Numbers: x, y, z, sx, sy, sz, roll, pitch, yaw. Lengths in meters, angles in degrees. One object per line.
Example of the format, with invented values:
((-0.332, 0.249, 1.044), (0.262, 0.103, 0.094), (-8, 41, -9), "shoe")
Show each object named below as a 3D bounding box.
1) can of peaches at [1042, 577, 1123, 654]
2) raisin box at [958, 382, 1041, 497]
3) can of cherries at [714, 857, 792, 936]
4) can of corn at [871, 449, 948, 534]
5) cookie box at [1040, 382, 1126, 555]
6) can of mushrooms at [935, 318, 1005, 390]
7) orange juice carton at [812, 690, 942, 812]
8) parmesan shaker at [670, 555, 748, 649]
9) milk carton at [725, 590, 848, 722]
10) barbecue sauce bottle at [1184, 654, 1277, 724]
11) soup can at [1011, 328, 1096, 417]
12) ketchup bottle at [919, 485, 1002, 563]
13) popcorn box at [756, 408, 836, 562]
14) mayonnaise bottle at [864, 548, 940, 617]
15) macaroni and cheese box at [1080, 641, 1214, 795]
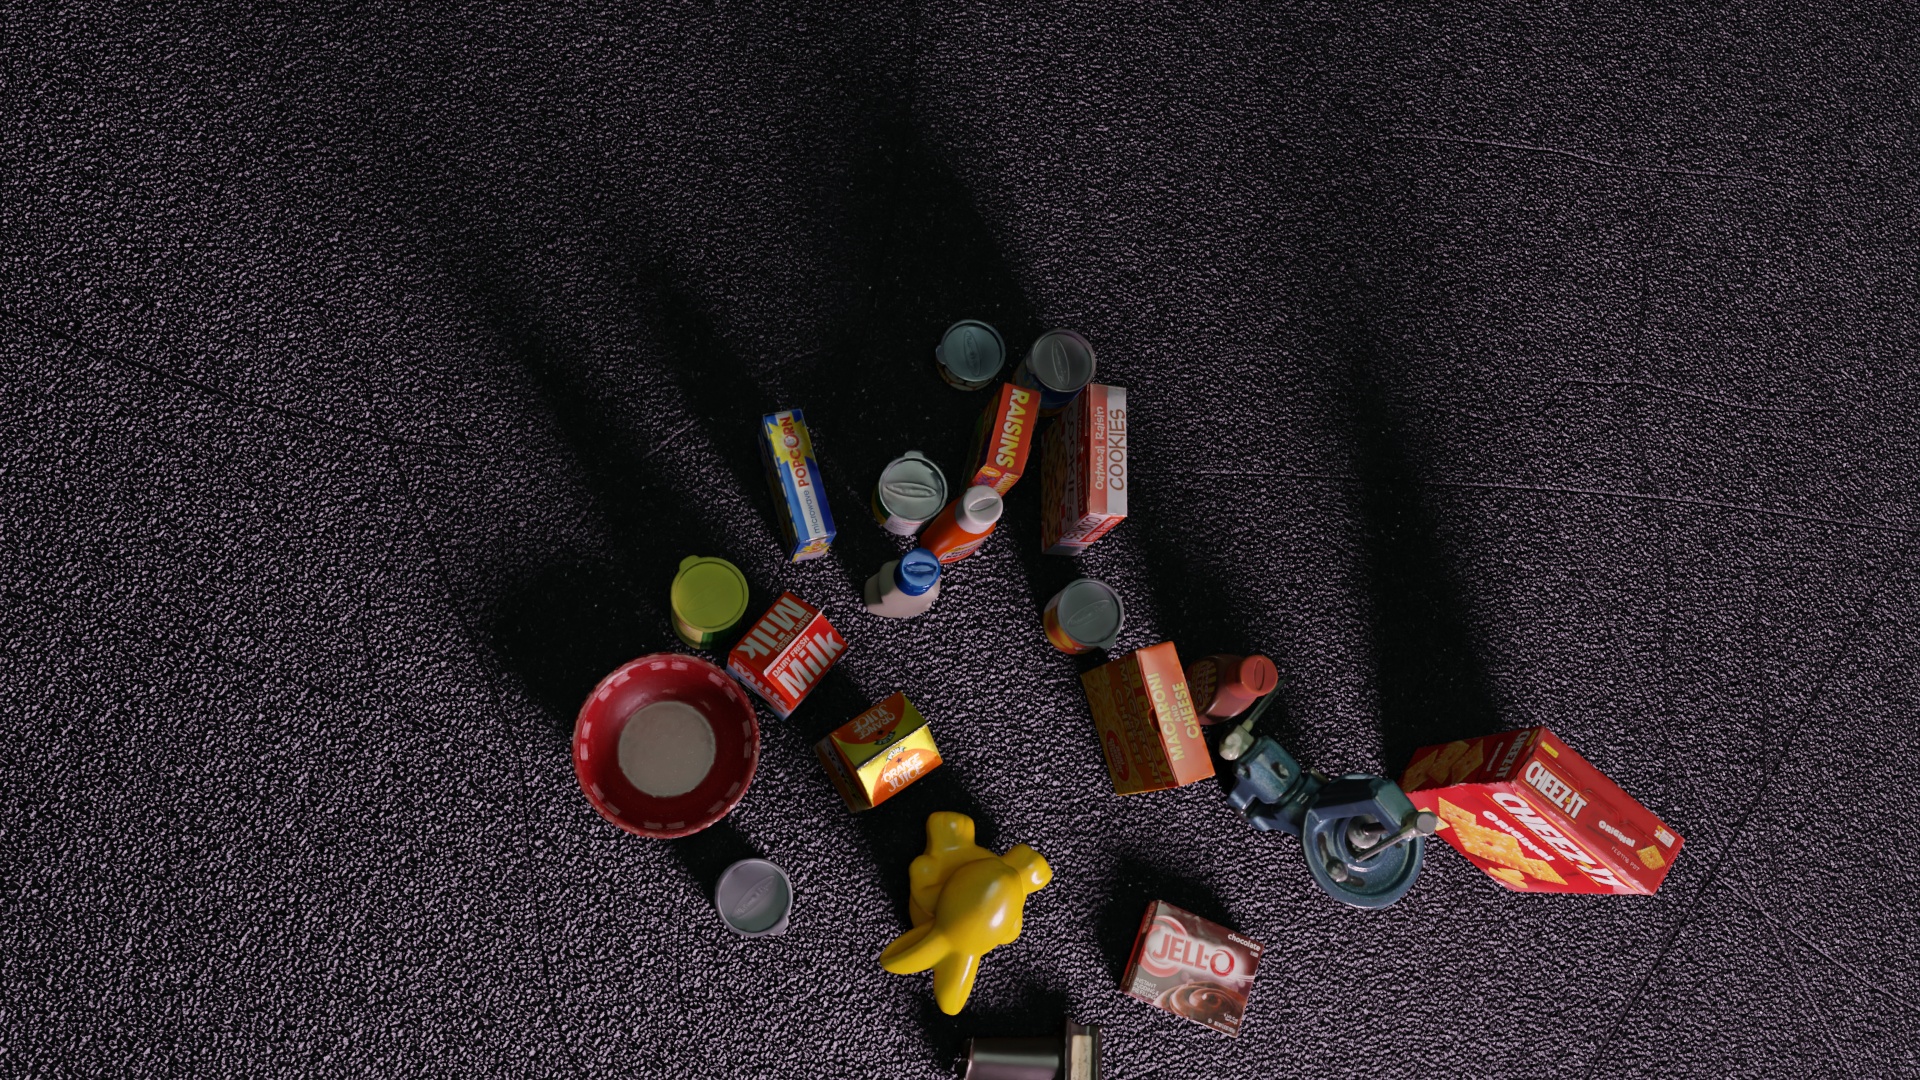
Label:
((0.119, 0.076, 1.340), (0.071, 0.058, 0.071), (3, 76, -11), "can of peaches")
((0.037, -0.090, 1.329), (0.040, 0.123, 0.086), (16, 74, -8), "raisin box")
((-0.181, 0.315, 1.218), (0.071, 0.058, 0.071), (3, 76, -11), "can of cherries")
((-0.050, -0.045, 1.334), (0.071, 0.058, 0.071), (3, 76, -11), "can of corn")
((0.114, -0.063, 1.316), (0.040, 0.167, 0.123), (3, 76, -11), "cookie box")
((0.007, -0.185, 1.393), (0.071, 0.033, 0.071), (3, 76, -11), "can of mushrooms")
((-0.072, 0.184, 1.203), (0.072, 0.192, 0.073), (-30, 85, -17), "orange juice carton")
((-0.228, 0.055, 1.248), (0.071, 0.103, 0.071), (3, 76, -11), "parmesan shaker")
((-0.152, 0.101, 1.207), (0.073, 0.190, 0.072), (41, 73, 0), "milk carton")
((0.252, 0.136, 1.306), (0.044, 0.148, 0.065), (10, 75, -9), "barbecue sauce bottle")
((0.089, -0.165, 1.379), (0.071, 0.083, 0.071), (3, 76, -11), "soup can")
((0.005, -0.016, 1.291), (0.065, 0.148, 0.043), (-22, 82, -16), "ketchup bottle")
((-0.155, -0.050, 1.299), (0.038, 0.085, 0.127), (-14, 80, -15), "popcorn box")
((-0.049, 0.039, 1.267), (0.065, 0.147, 0.041), (1, 77, -12), "mayonnaise bottle")
((0.167, 0.167, 1.271), (0.040, 0.166, 0.124), (-14, 80, -14), "macaroni and cheese box")
